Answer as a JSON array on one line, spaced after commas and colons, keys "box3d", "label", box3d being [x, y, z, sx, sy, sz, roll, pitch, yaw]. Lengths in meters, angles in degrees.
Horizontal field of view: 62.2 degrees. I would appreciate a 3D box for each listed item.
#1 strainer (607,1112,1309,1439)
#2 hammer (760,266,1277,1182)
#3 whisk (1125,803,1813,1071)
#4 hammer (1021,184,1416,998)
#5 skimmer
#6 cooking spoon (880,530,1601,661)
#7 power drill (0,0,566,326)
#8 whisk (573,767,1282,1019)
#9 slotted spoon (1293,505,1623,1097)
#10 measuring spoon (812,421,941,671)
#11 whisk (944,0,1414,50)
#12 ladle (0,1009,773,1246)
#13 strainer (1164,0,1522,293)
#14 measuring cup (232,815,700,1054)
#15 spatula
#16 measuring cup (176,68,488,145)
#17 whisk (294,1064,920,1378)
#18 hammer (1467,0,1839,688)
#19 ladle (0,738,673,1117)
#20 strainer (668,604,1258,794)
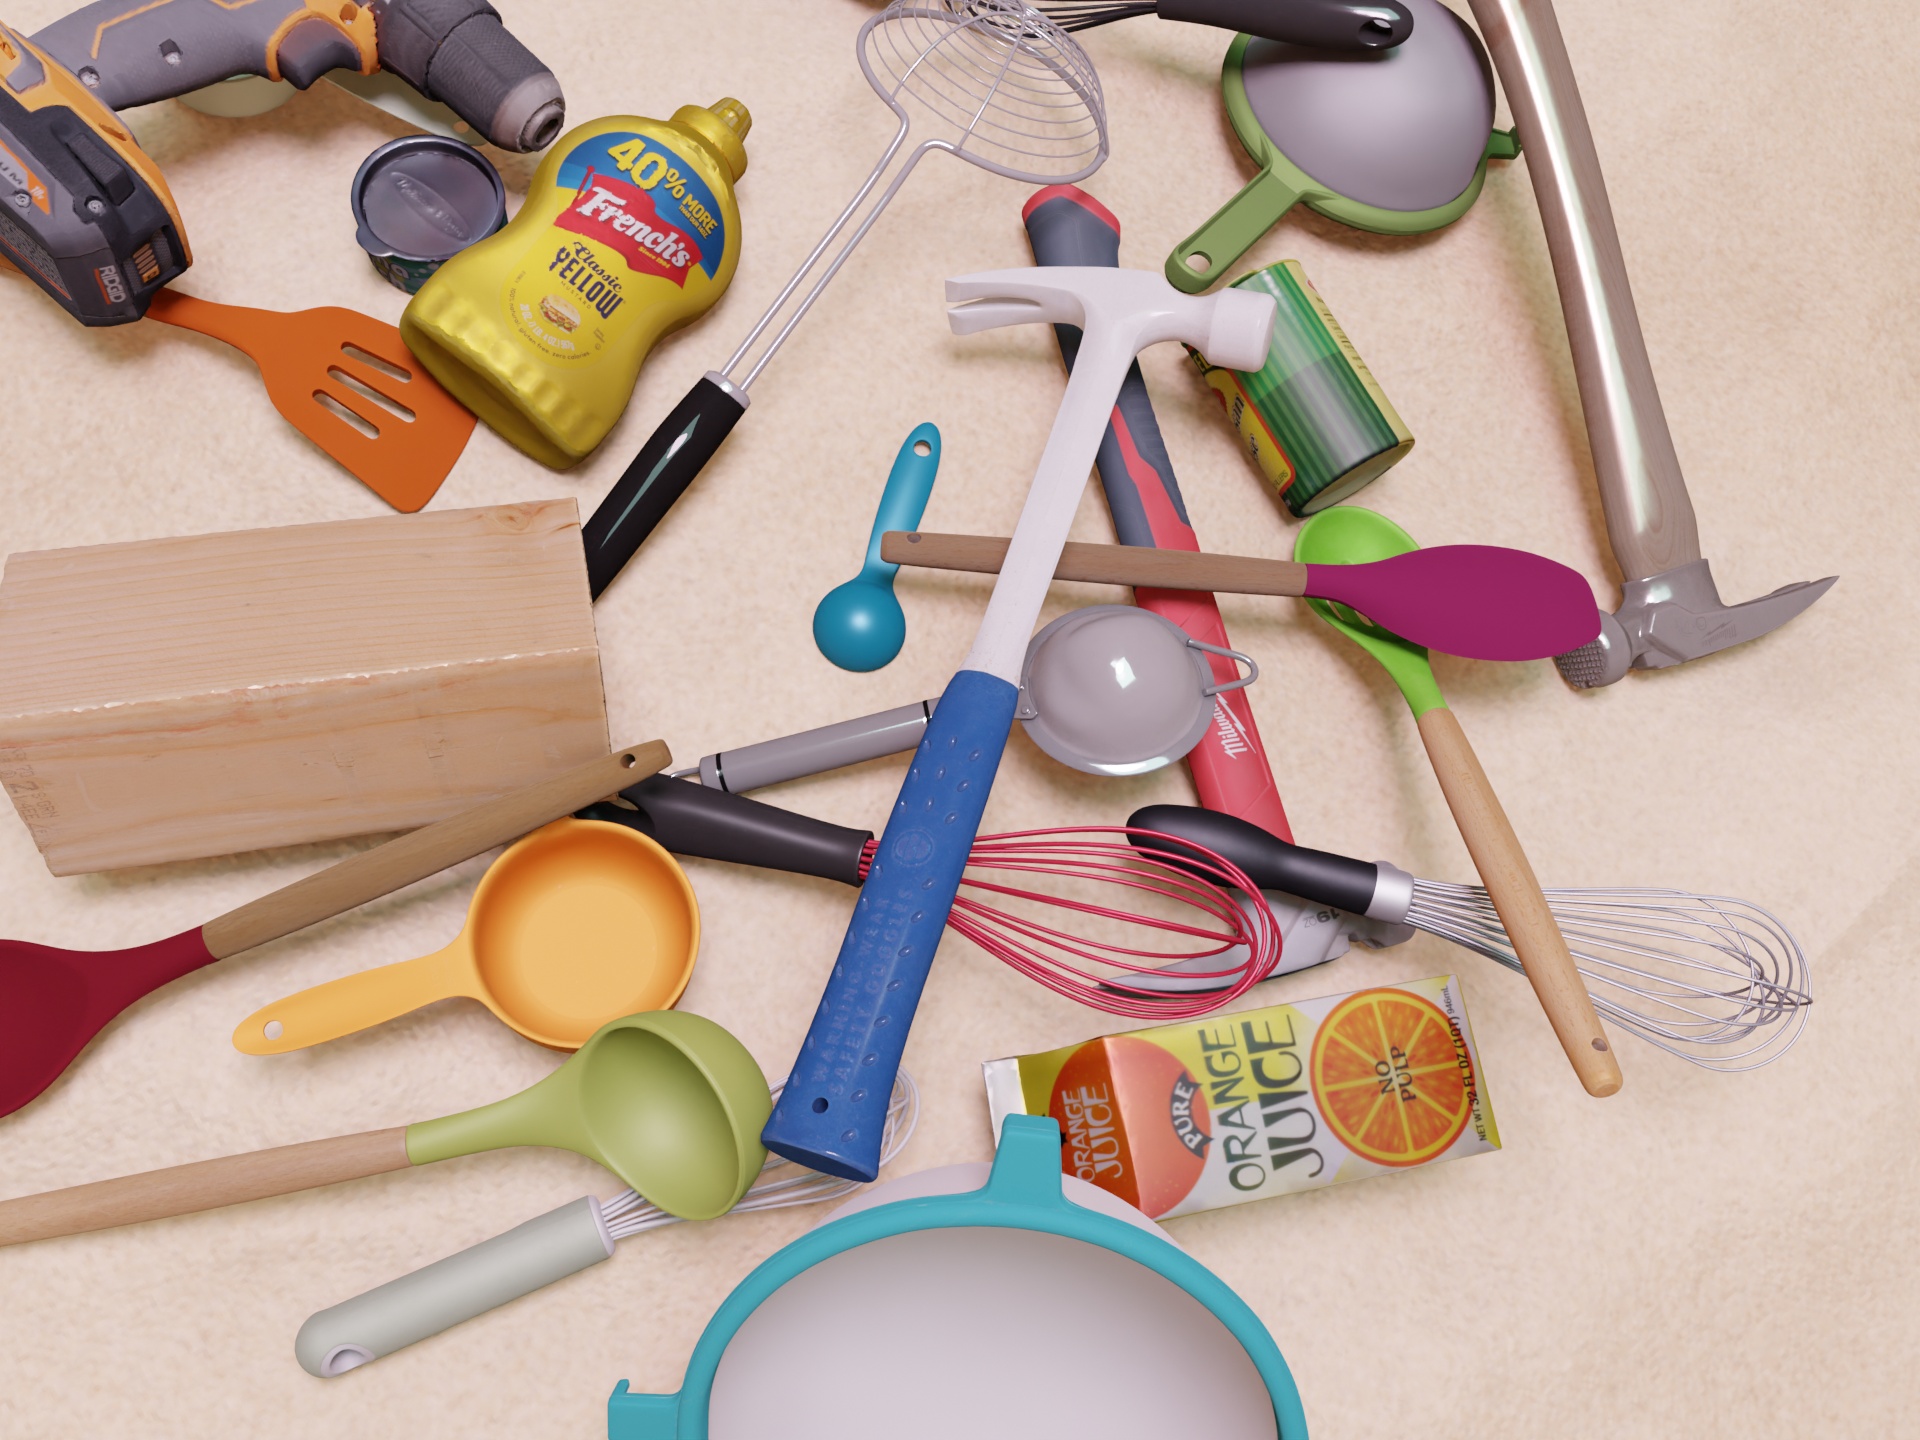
[{"box3d": [0.053, 0.281, 0.581, 0.211, 0.095, 0.340, -38, 104, 15], "label": "strainer"}, {"box3d": [0.008, -0.025, 0.624, 0.144, 0.035, 0.406, 13, 64, 14], "label": "hammer"}, {"box3d": [0.205, 0.081, 0.649, 0.284, 0.070, 0.070, 14, 71, 3], "label": "whisk"}, {"box3d": [0.079, -0.069, 0.725, 0.143, 0.038, 0.386, -13, 75, -12], "label": "hammer"}, {"box3d": [-0.065, -0.189, 0.727, 0.127, 0.090, 0.363, 36, 85, 3], "label": "skimmer"}, {"box3d": [0.124, -0.063, 0.694, 0.319, 0.017, 0.069, 4, 53, -4], "label": "cooking spoon"}, {"box3d": [-0.297, -0.263, 0.662, 0.185, 0.084, 0.226, 41, 67, -1], "label": "power drill"}, {"box3d": [-0.020, 0.060, 0.634, 0.296, 0.073, 0.073, 12, 70, 10], "label": "whisk"}, {"box3d": [0.203, 0.018, 0.659, 0.070, 0.031, 0.314, 0, 44, -10], "label": "slotted spoon"}, {"box3d": [-0.031, -0.083, 0.717, 0.042, 0.021, 0.129, 19, 72, -4], "label": "measuring spoon"}, {"box3d": [0.100, -0.350, 0.775, 0.239, 0.055, 0.055, 16, 69, 18], "label": "whisk"}, {"box3d": [-0.224, 0.162, 0.564, 0.320, 0.062, 0.078, -11, 103, -1], "label": "ladle"}, {"box3d": [0.182, -0.291, 0.772, 0.151, 0.069, 0.256, 41, 59, 4], "label": "strainer"}, {"box3d": [-0.186, 0.099, 0.617, 0.173, 0.052, 0.095, -17, 76, -13], "label": "measuring cup"}, {"box3d": [-0.369, -0.184, 0.690, 0.322, 0.041, 0.081, 20, 70, 1], "label": "spatula"}, {"box3d": [-0.294, -0.295, 0.731, 0.167, 0.038, 0.083, 23, 72, -7], "label": "measuring cup"}, {"box3d": [-0.130, 0.188, 0.606, 0.246, 0.057, 0.059, -21, 43, -13], "label": "whisk"}, {"box3d": [0.305, -0.230, 0.762, 0.146, 0.038, 0.410, -16, 92, -16], "label": "hammer"}, {"box3d": [-0.256, 0.071, 0.596, 0.315, 0.031, 0.069, -22, 76, -3], "label": "ladle"}, {"box3d": [-0.001, -0.002, 0.665, 0.258, 0.050, 0.087, -14, 58, 2], "label": "strainer"}]
